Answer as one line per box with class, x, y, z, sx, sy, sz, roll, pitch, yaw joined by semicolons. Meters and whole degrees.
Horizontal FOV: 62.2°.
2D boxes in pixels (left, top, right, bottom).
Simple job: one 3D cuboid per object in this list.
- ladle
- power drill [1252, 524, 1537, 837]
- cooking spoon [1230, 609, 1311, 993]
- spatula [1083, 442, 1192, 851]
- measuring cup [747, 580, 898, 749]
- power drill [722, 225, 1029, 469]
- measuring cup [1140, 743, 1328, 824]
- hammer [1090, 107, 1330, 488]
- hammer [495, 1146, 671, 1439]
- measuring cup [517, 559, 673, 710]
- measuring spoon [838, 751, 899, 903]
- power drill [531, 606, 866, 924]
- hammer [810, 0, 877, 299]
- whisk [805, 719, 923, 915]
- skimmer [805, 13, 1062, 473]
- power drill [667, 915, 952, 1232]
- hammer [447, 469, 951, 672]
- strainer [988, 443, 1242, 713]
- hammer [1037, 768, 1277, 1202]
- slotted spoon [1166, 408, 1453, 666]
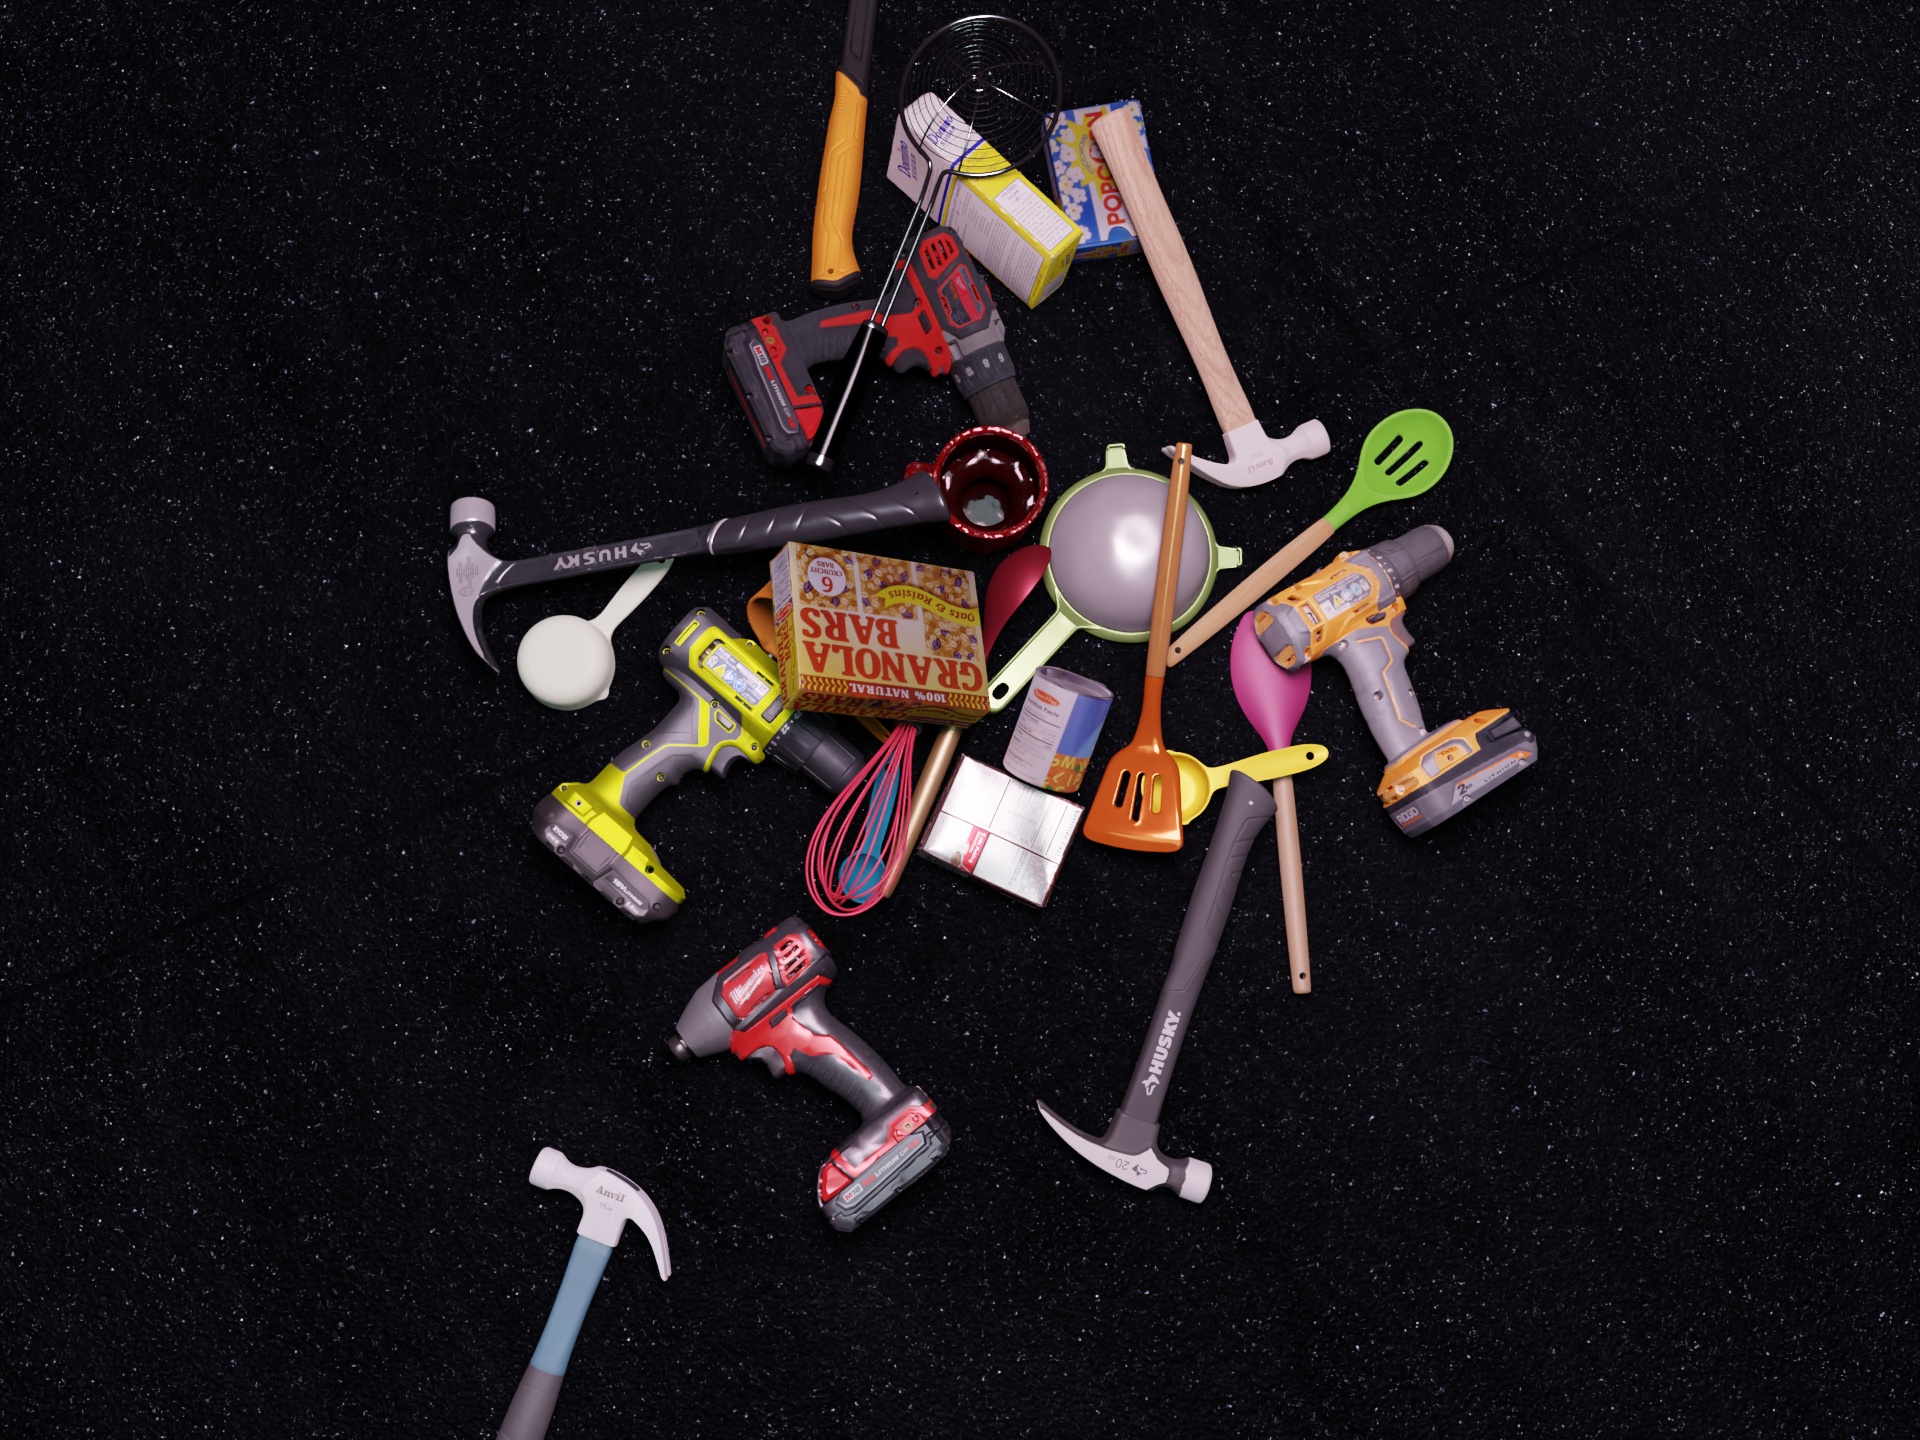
ladle;-0.002;-0.004;1.287;0.031;0.069;0.315;25;84;-22
power drill;0.372;-0.042;1.299;0.185;0.084;0.226;-30;80;-16
cooking spoon;0.267;0.063;1.309;0.068;0.017;0.319;-3;81;-3
spatula;0.157;-0.058;1.264;0.081;0.041;0.322;8;98;13
measuring cup;-0.095;-0.052;1.290;0.173;0.095;0.052;48;60;-17
power drill;-0.064;-0.283;1.315;0.226;0.080;0.188;-26;95;-9
measuring cup;0.223;0.045;1.302;0.156;0.029;0.062;-13;82;-3
hammer;0.187;-0.350;1.333;0.130;0.031;0.331;-24;94;-5
hammer;-0.321;0.506;1.211;0.128;0.033;0.331;20;82;2
measuring cup;-0.292;-0.082;1.295;0.083;0.038;0.167;40;84;3
measuring spoon;-0.072;0.087;1.294;0.042;0.021;0.129;22;71;-25
power drill;-0.206;0.049;1.262;0.190;0.080;0.228;41;80;-1
hammer;-0.104;-0.527;1.371;0.127;0.034;0.337;5;82;-3
whisk;-0.049;0.021;1.254;0.073;0.073;0.296;21;63;1
skimmer;-0.034;-0.363;1.233;0.127;0.090;0.363;23;88;-26
power drill;-0.118;0.277;1.234;0.143;0.078;0.220;-37;82;-7
hammer;-0.210;-0.138;1.259;0.409;0.036;0.149;-9;68;6
strainer;0.107;-0.105;1.301;0.151;0.069;0.256;43;81;4
hammer;0.174;0.200;1.261;0.146;0.035;0.335;19;87;0
slotted spoon;0.288;-0.149;1.338;0.314;0.031;0.070;-40;80;-5
